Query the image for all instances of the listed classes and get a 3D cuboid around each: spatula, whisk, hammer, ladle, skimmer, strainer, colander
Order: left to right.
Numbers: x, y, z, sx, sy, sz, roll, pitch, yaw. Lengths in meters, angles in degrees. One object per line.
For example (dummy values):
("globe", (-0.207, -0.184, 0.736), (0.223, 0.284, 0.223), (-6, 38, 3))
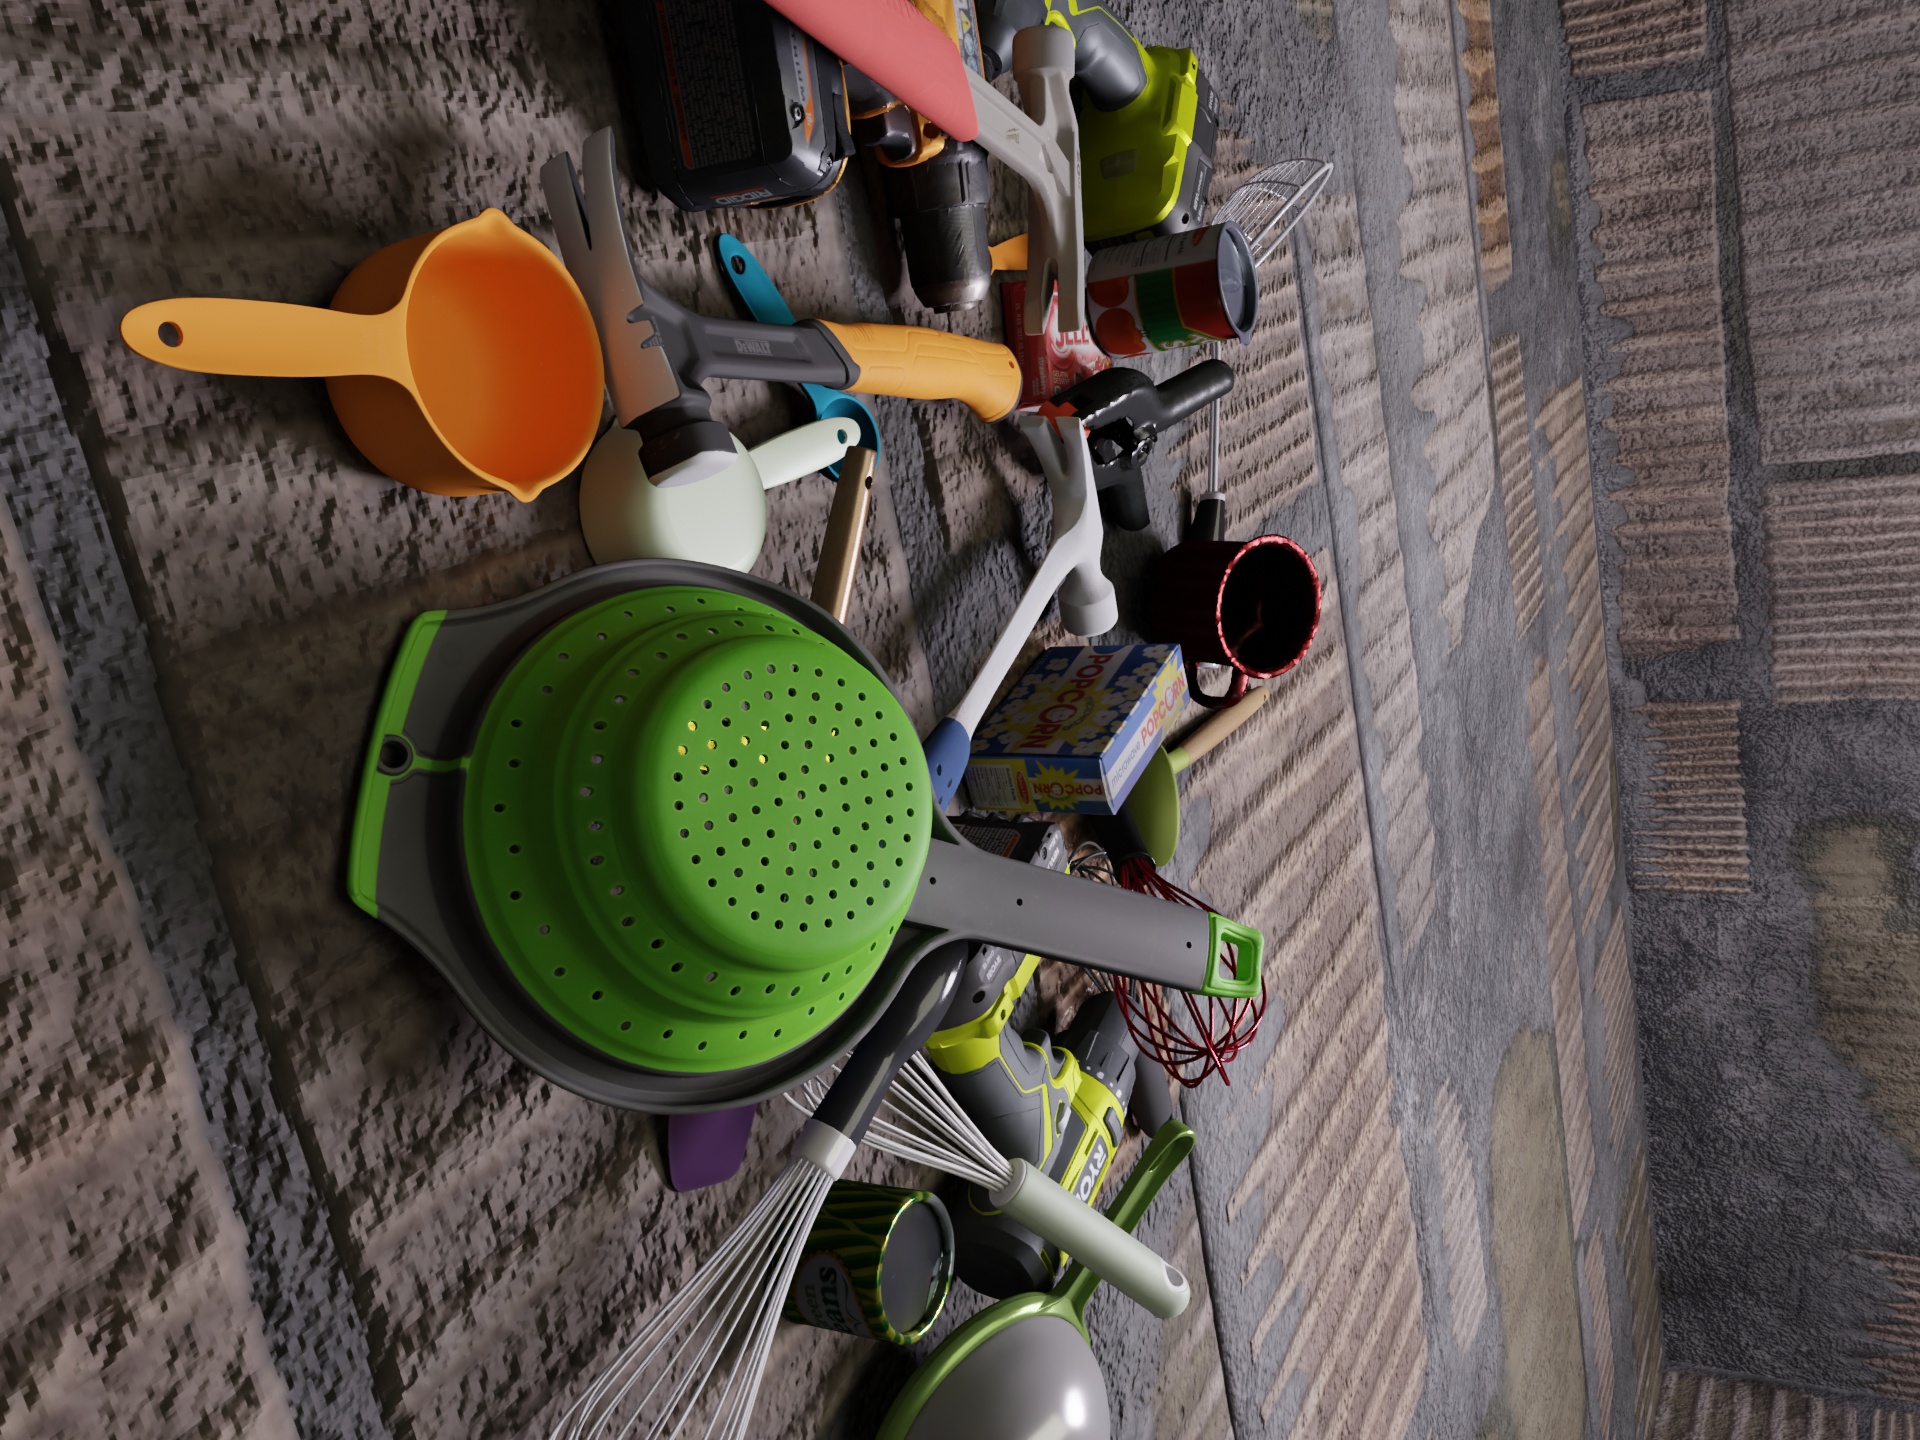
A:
("spatula", (-0.075, 0.042, 0.659), (0.059, 0.018, 0.316), (11, 92, -59))
("whisk", (-0.071, 0.198, 0.628), (0.285, 0.070, 0.070), (-57, 136, -26))
("hammer", (-0.053, -0.168, 0.707), (0.337, 0.034, 0.127), (-19, 89, -64))
("hammer", (-0.016, -0.260, 0.654), (0.359, 0.037, 0.149), (-11, 100, -68))
("colander", (-0.010, 0.053, 0.592), (0.396, 0.094, 0.205), (17, 70, -30))
("hammer", (-0.001, -0.002, 0.766), (0.406, 0.035, 0.144), (-60, 146, -46))
("whisk", (0.015, 0.208, 0.728), (0.246, 0.059, 0.058), (39, 18, -18))
("strainer", (0.058, 0.319, 0.779), (0.256, 0.069, 0.151), (-55, 136, -8))
("whisk", (0.100, 0.172, 0.976), (0.055, 0.055, 0.238), (-55, 138, -45))
("whisk", (0.097, 0.089, 0.839), (0.296, 0.073, 0.073), (-107, 178, -63))
("ladle", (0.170, 0.020, 1.087), (0.320, 0.062, 0.078), (-29, 123, -59))
("skimmer", (0.210, -0.216, 1.128), (0.127, 0.090, 0.363), (93, 0, -86))

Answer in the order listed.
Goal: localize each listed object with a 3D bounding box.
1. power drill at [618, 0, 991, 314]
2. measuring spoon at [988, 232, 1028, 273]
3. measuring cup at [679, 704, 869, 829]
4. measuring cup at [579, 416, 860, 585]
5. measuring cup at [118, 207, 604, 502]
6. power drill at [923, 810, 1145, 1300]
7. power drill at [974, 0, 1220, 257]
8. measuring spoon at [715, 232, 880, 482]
("power drill", (-0.050, -0.272, 0.716), (0.226, 0.084, 0.185), (-35, 120, -59))
("measuring spoon", (0.030, -0.268, 0.913), (0.117, 0.011, 0.021), (-37, 120, -57))
("measuring cup", (-0.082, 0.016, 0.696), (0.156, 0.029, 0.062), (11, 80, -56))
("measuring cup", (-0.084, -0.102, 0.667), (0.167, 0.038, 0.083), (-34, 115, -46))
("measuring cup", (-0.191, -0.113, 0.499), (0.173, 0.052, 0.095), (-14, 101, -56))
("power drill", (0.032, 0.160, 0.831), (0.191, 0.080, 0.228), (-55, 136, -43))
("power drill", (0.063, -0.374, 0.910), (0.223, 0.080, 0.171), (34, 59, -49))
("measuring spoon", (-0.079, -0.162, 0.724), (0.128, 0.021, 0.042), (57, 48, -27))
